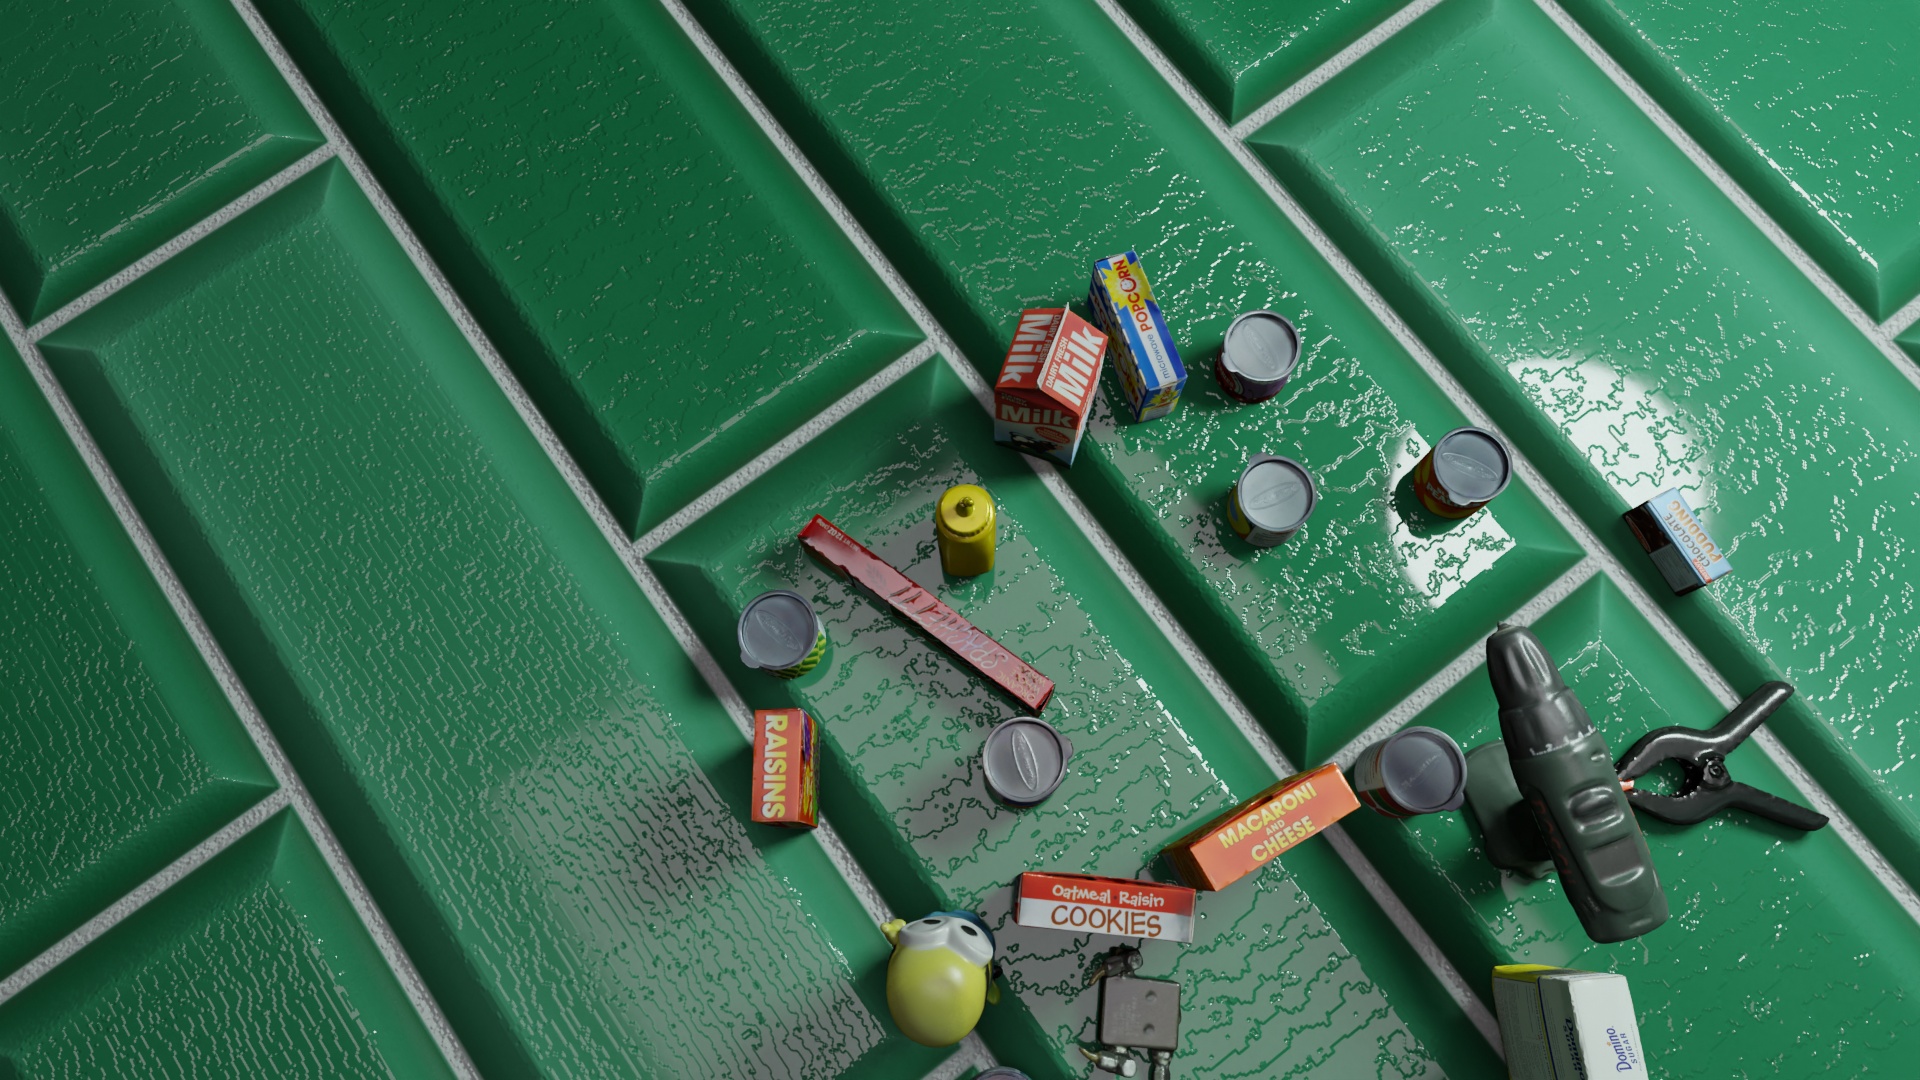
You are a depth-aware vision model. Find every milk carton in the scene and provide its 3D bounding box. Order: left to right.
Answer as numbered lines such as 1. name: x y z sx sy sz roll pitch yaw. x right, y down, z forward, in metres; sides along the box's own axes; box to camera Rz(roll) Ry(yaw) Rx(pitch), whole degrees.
1. milk carton: 0.072 -0.127 1.134 0.073 0.190 0.072 19 77 6

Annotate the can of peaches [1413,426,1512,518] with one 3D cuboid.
1. can of peaches: 0.424 -0.055 1.178 0.071 0.058 0.071 0 75 1

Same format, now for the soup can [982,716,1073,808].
1. soup can: 0.053 0.178 1.109 0.071 0.083 0.071 0 76 1

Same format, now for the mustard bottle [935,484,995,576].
1. mustard bottle: 0.004 -0.014 1.121 0.049 0.160 0.065 -4 76 0

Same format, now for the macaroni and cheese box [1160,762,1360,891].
1. macaroni and cheese box: 0.222 0.219 1.053 0.124 0.166 0.040 -29 77 -6

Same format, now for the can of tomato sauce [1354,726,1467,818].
1. can of tomato sauce: 0.357 0.186 1.102 0.071 0.083 0.071 0 76 1

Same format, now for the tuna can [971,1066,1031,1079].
1. tuna can: 0.033 0.442 1.066 0.071 0.032 0.071 0 75 1

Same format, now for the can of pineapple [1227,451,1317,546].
1. can of pineapple: 0.262 -0.034 1.175 0.071 0.057 0.071 0 75 1

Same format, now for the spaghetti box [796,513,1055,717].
1. spaghetti box: -0.028 0.063 1.158 0.250 0.050 0.029 35 79 9

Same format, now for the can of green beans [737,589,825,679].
1. can of green beans: -0.147 0.079 1.152 0.071 0.057 0.071 0 75 1

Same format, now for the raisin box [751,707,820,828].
1. raisin box: -0.135 0.182 1.091 0.040 0.123 0.086 0 76 1

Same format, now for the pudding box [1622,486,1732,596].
1. pudding box: 0.600 0.001 1.164 0.030 0.049 0.084 -28 77 -6

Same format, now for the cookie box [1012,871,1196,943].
1. cookie box: 0.103 0.273 1.040 0.123 0.167 0.040 5 76 2

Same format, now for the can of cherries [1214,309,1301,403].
1. can of cherries: 0.255 -0.158 1.208 0.071 0.058 0.071 0 75 1

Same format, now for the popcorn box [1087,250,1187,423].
1. popcorn box: 0.151 -0.175 1.200 0.038 0.085 0.127 -19 76 -4
